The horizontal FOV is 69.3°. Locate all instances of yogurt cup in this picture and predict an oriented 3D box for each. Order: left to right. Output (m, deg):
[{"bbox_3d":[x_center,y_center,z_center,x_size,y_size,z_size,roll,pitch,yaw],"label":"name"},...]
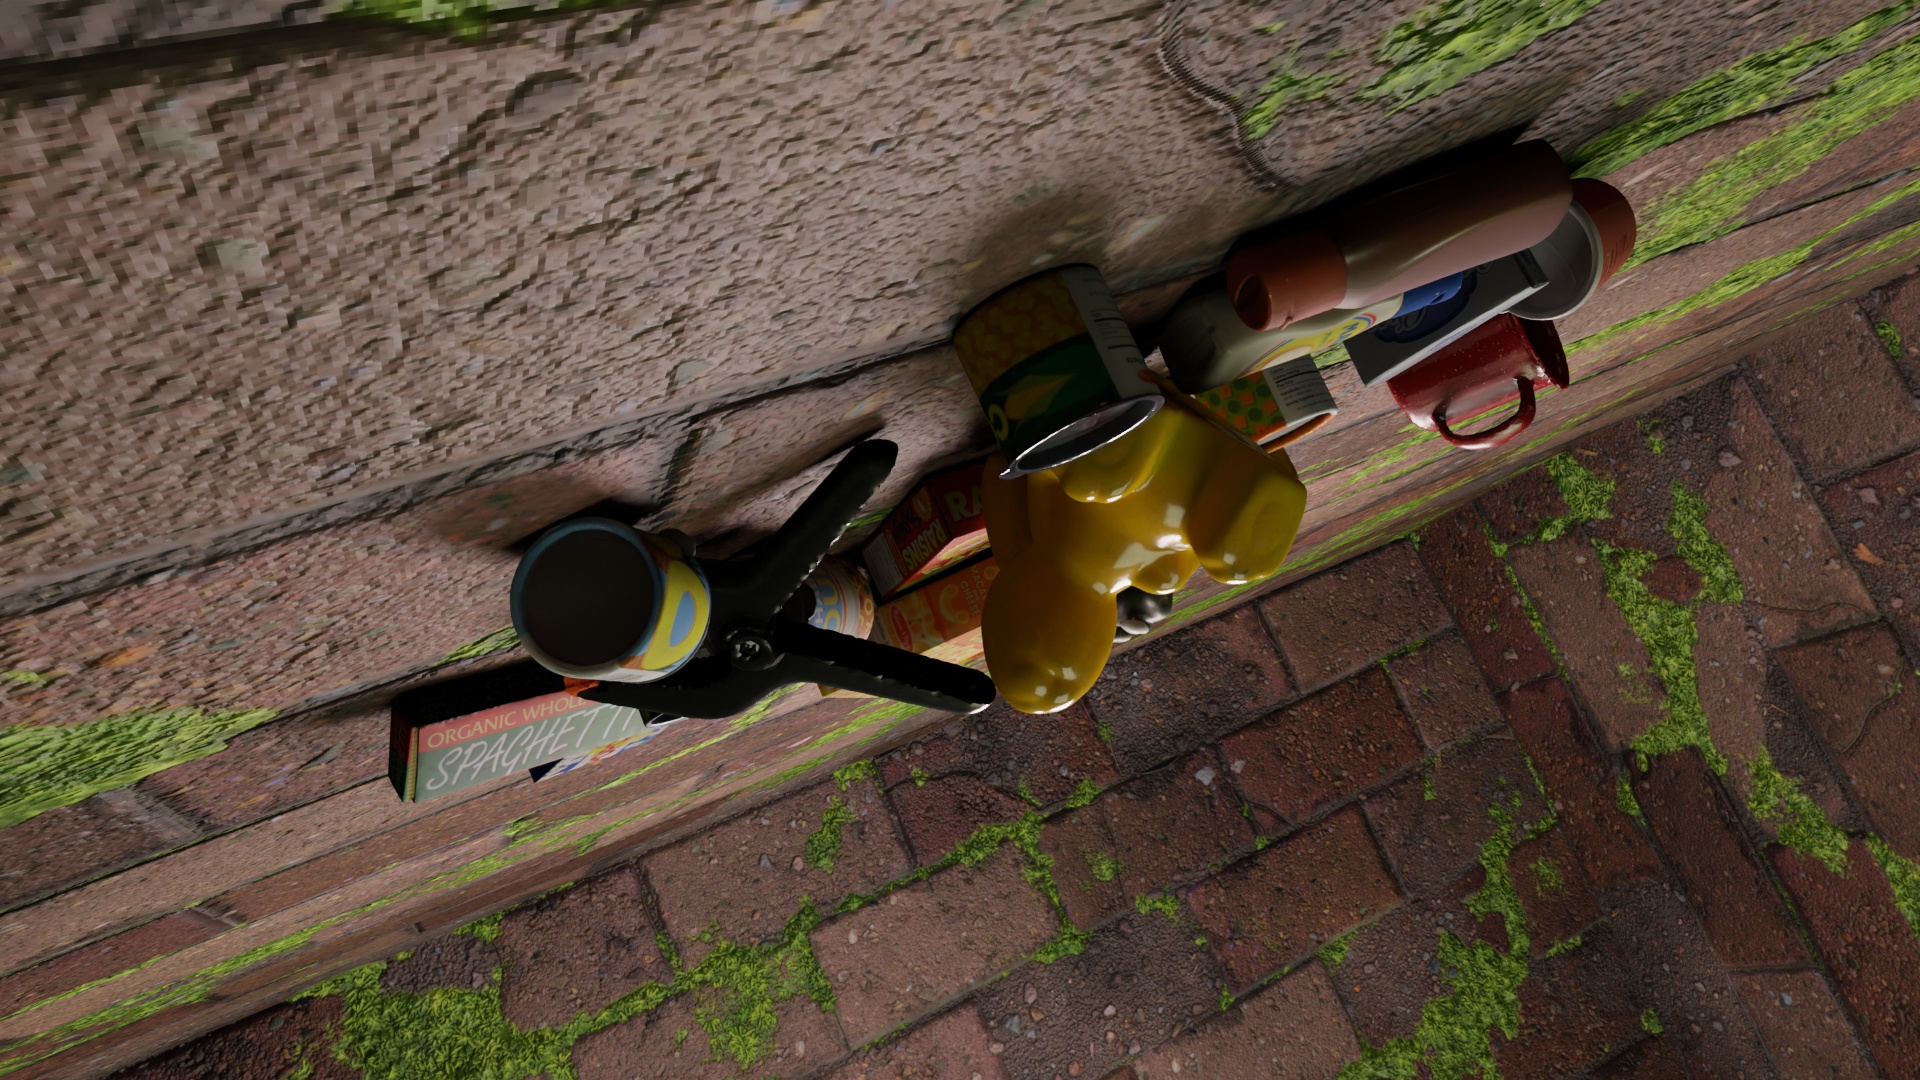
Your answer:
[{"bbox_3d":[0.306,-0.152,0.710,0.054,0.072,0.072,-27,173,-33],"label":"yogurt cup"}]

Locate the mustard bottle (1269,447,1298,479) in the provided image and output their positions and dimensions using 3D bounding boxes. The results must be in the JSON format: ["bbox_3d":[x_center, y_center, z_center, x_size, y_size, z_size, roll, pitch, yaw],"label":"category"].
[{"bbox_3d":[0.190,-0.028,1.118,0.160,0.049,0.065,-28,169,26],"label":"mustard bottle"}]

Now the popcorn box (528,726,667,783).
[{"bbox_3d":[-0.232,0.115,0.916,0.085,0.038,0.126,-16,167,-37],"label":"popcorn box"}]

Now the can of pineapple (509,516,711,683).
[{"bbox_3d":[-0.144,0.024,0.579,0.071,0.071,0.058,-25,170,5],"label":"can of pineapple"}]

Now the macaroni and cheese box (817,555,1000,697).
[{"bbox_3d":[-0.001,0.049,0.873,0.166,0.040,0.123,-25,169,9],"label":"macaroni and cheese box"}]

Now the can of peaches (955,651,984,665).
[{"bbox_3d":[0.006,0.059,1.096,0.058,0.071,0.071,-28,169,15],"label":"can of peaches"}]

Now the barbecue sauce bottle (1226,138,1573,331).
[{"bbox_3d":[0.189,-0.130,0.608,0.149,0.044,0.064,-21,170,-14],"label":"barbecue sauce bottle"}]

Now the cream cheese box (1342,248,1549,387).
[{"bbox_3d":[0.242,-0.127,0.715,0.024,0.053,0.103,-16,167,-46],"label":"cream cheese box"}]

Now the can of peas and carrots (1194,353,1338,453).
[{"bbox_3d":[0.162,-0.080,0.757,0.071,0.059,0.071,-23,169,-4],"label":"can of peas and carrots"}]

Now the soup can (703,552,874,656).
[{"bbox_3d":[-0.091,0.039,0.764,0.071,0.071,0.084,-28,170,20],"label":"soup can"}]

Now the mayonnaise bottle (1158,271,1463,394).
[{"bbox_3d":[0.170,-0.112,0.661,0.148,0.041,0.064,-20,171,-19],"label":"mayonnaise bottle"}]

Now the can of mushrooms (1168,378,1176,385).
[{"bbox_3d":[0.104,-0.063,0.788,0.071,0.033,0.071,-24,169,-5],"label":"can of mushrooms"}]

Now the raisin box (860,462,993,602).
[{"bbox_3d":[0.003,-0.010,0.811,0.086,0.040,0.123,-18,169,-26],"label":"raisin box"}]

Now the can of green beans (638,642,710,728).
[{"bbox_3d":[-0.156,0.066,0.779,0.071,0.058,0.071,-23,170,-4],"label":"can of green beans"}]

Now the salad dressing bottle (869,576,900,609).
[{"bbox_3d":[-0.040,0.044,0.983,0.064,0.044,0.147,-21,168,-4],"label":"salad dressing bottle"}]

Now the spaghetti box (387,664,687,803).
[{"bbox_3d":[-0.209,0.091,0.808,0.251,0.029,0.050,-13,124,-47],"label":"spaghetti box"}]

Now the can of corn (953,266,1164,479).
[{"bbox_3d":[0.036,-0.065,0.546,0.071,0.058,0.071,-23,170,-4],"label":"can of corn"}]
